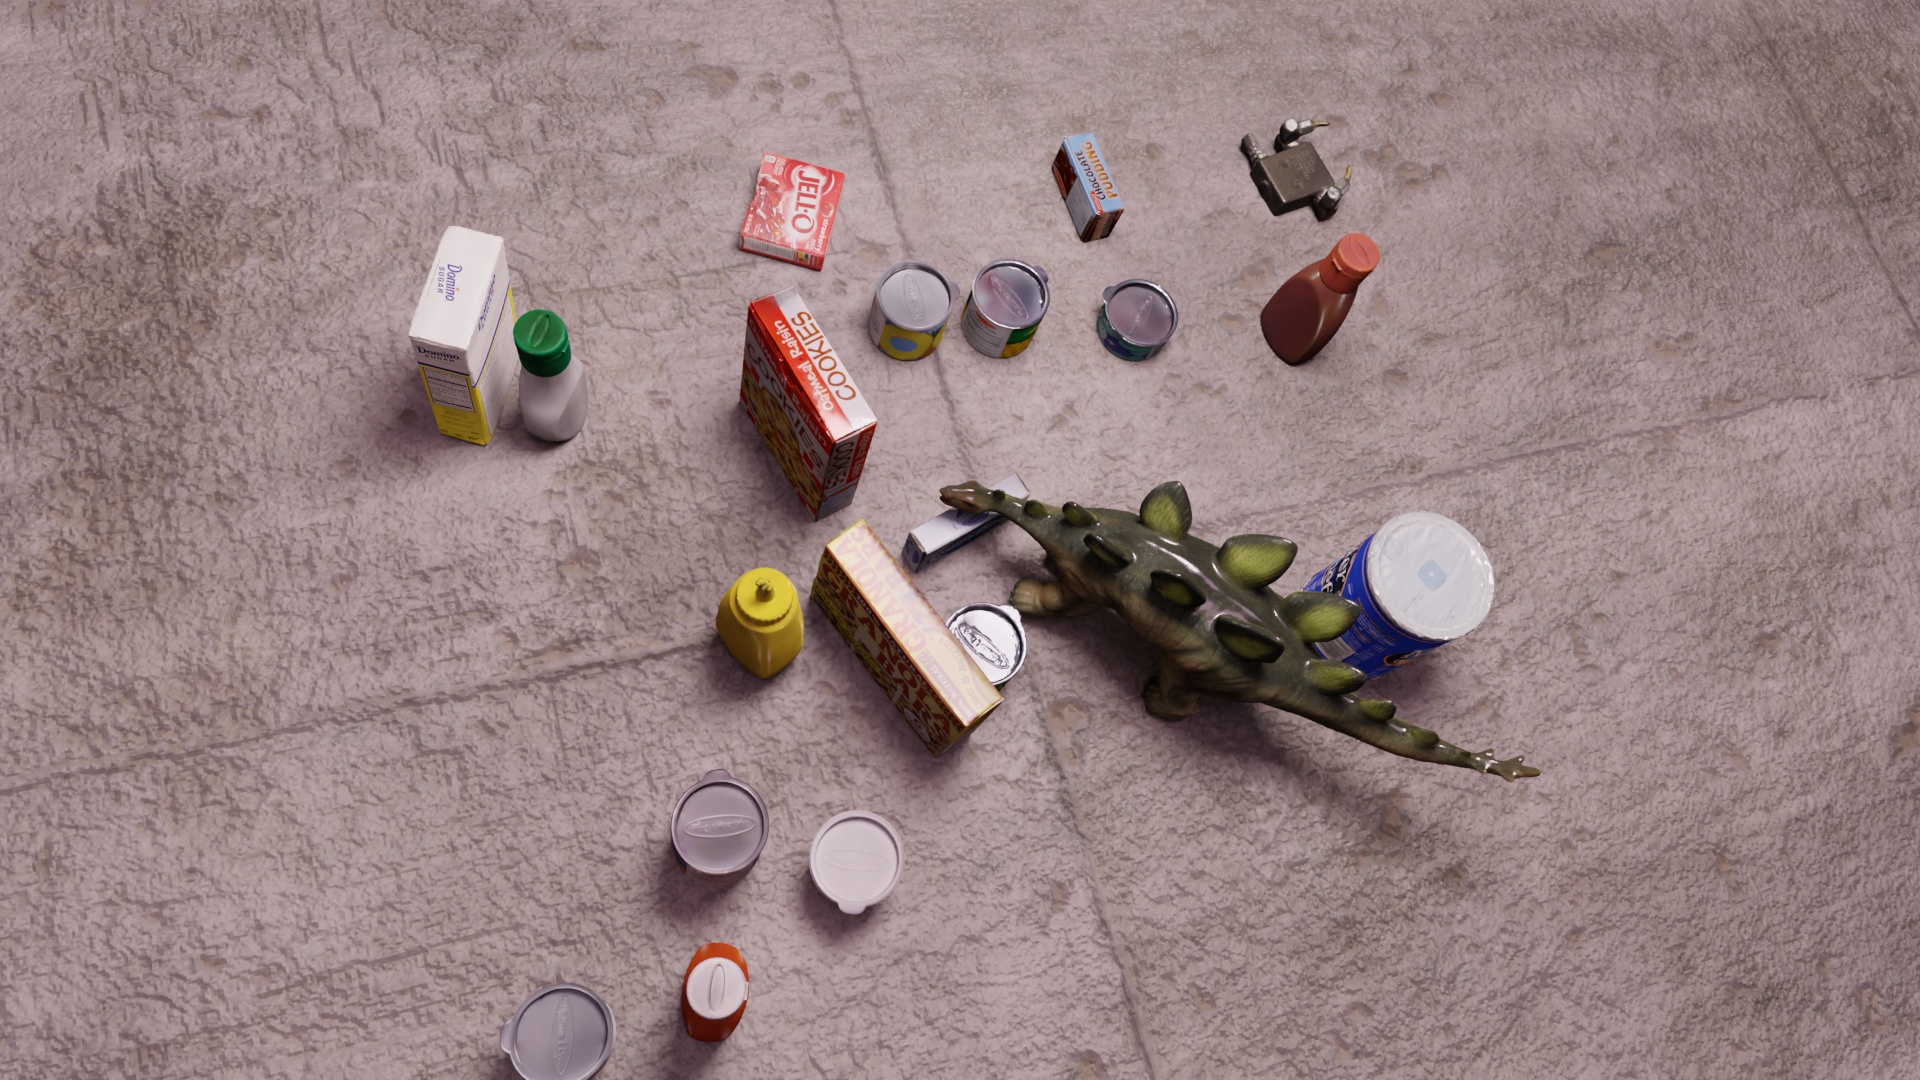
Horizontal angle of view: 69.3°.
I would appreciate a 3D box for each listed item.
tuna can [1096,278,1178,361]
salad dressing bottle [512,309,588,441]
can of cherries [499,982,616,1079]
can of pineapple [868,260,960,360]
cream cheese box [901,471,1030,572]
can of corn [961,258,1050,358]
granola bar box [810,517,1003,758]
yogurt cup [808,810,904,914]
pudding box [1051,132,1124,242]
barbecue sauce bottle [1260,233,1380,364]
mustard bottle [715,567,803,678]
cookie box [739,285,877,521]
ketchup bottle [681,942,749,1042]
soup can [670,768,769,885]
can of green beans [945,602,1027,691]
[{"bbox_3d":[0.152,-0.194,1.219,0.071,0.032,0.071,4,70,-10],"label":"tuna can"},{"bbox_3d":[-0.307,-0.123,1.038,0.044,0.147,0.064,20,68,-4],"label":"salad dressing bottle"},{"bbox_3d":[-0.268,0.331,0.929,0.071,0.058,0.071,4,70,-10],"label":"can of cherries"},{"bbox_3d":[-0.040,-0.192,1.165,0.071,0.057,0.071,4,70,-10],"label":"can of pineapple"},{"bbox_3d":[0.004,-0.014,1.112,0.104,0.053,0.024,-30,79,-20],"label":"cream cheese box"},{"bbox_3d":[0.039,-0.198,1.183,0.071,0.058,0.071,4,70,-10],"label":"can of corn"},{"bbox_3d":[-0.045,0.077,1.031,0.039,0.123,0.165,-35,81,-20],"label":"granola bar box"},{"bbox_3d":[-0.078,0.233,1.006,0.072,0.053,0.072,4,70,-10],"label":"yogurt cup"},{"bbox_3d":[0.113,-0.317,1.246,0.030,0.049,0.084,-16,74,-16],"label":"pudding box"},{"bbox_3d":[0.310,-0.210,1.194,0.044,0.148,0.065,-22,77,-18],"label":"barbecue sauce bottle"},{"bbox_3d":[-0.142,0.053,1.000,0.049,0.159,0.065,-42,83,-21],"label":"mustard bottle"},{"bbox_3d":[-0.120,-0.099,1.056,0.040,0.166,0.123,-29,79,-19],"label":"cookie box"},{"bbox_3d":[-0.161,0.297,0.915,0.043,0.148,0.065,7,70,-9],"label":"ketchup bottle"},{"bbox_3d":[-0.171,0.204,0.981,0.071,0.083,0.071,4,70,-10],"label":"soup can"},{"bbox_3d":[0.013,0.087,1.075,0.071,0.057,0.071,4,70,-10],"label":"can of green beans"}]
